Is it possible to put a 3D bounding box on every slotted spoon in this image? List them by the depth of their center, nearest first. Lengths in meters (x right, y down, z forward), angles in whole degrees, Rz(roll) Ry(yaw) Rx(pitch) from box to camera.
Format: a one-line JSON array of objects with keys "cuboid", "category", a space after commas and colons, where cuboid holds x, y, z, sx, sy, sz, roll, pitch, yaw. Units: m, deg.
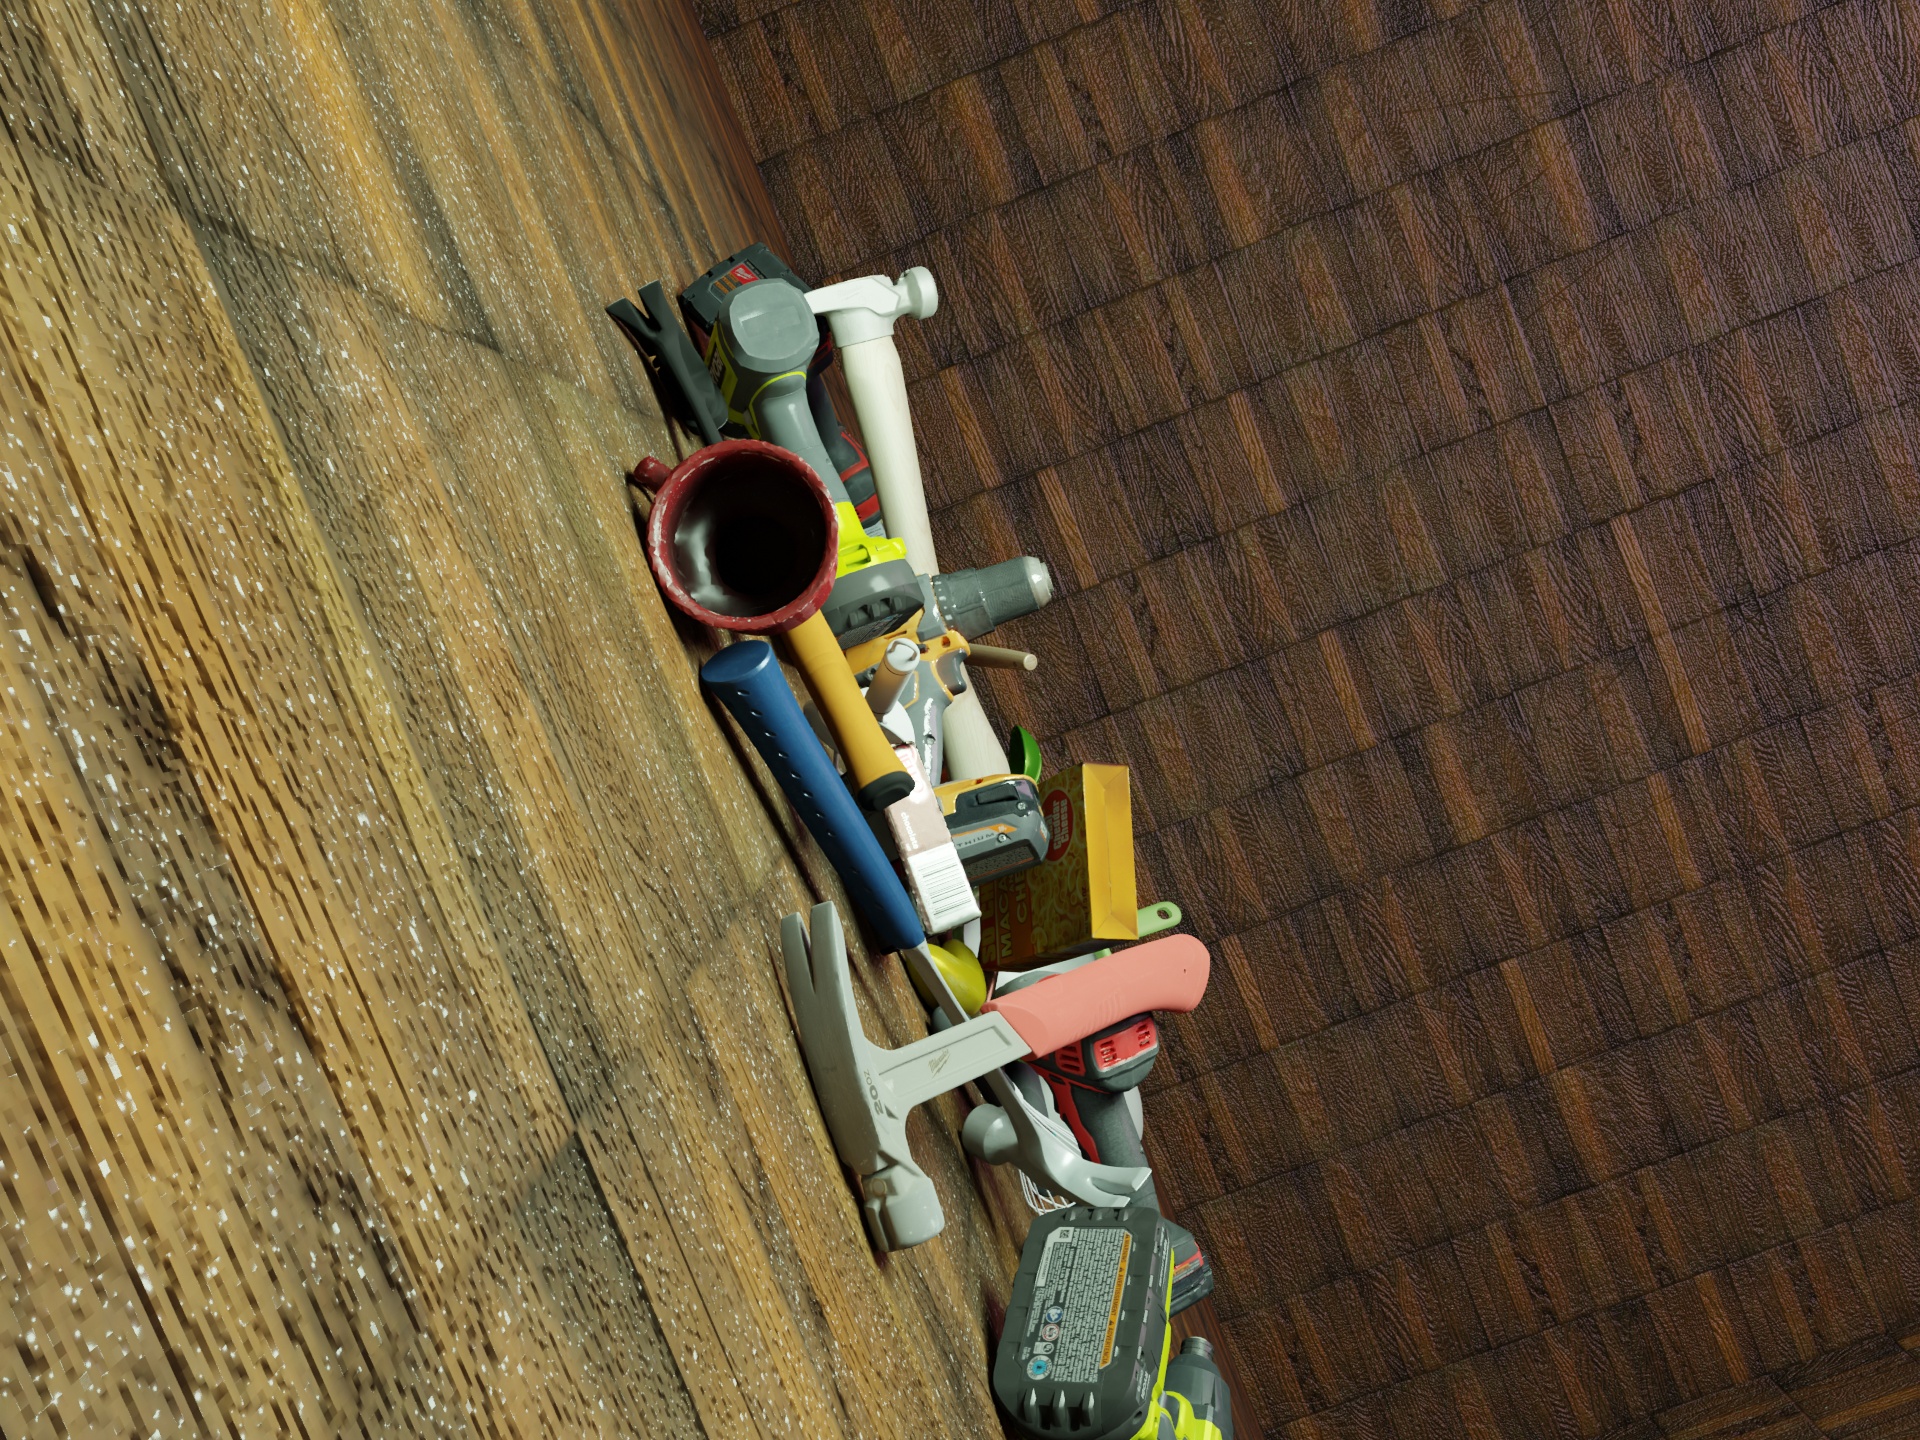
[{"cuboid": [0.034, 0.129, 1.267, 0.070, 0.031, 0.314, 101, 1, -49], "category": "slotted spoon"}]

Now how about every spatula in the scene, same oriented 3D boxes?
[{"cuboid": [-0.022, -0.058, 1.360, 0.316, 0.018, 0.059, 10, -53, 60], "category": "spatula"}]

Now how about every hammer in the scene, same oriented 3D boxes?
[{"cuboid": [0.041, 0.145, 0.825, 0.359, 0.037, 0.149, -5, 76, -59], "category": "hammer"}, {"cuboid": [-0.020, 0.126, 0.864, 0.144, 0.035, 0.405, 11, -42, 49], "category": "hammer"}, {"cuboid": [-0.110, -0.097, 0.900, 0.337, 0.034, 0.127, 62, 0, 24], "category": "hammer"}, {"cuboid": [-0.044, -0.122, 1.199, 0.038, 0.146, 0.410, 13, -61, 65], "category": "hammer"}, {"cuboid": [0.035, 0.244, 1.399, 0.409, 0.036, 0.149, -106, 175, -53], "category": "hammer"}]

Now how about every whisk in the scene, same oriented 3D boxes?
[{"cuboid": [0.044, 0.285, 1.124, 0.284, 0.070, 0.070, 58, 9, -39], "category": "whisk"}]

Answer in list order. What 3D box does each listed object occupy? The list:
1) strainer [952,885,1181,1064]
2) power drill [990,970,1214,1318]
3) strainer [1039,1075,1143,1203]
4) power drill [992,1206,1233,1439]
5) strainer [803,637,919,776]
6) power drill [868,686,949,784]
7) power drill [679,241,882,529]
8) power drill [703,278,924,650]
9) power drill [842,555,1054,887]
[{"cuboid": [0.086, 0.200, 1.326, 0.256, 0.069, 0.152, -11, 58, -43], "category": "strainer"}, {"cuboid": [0.080, 0.267, 1.019, 0.143, 0.078, 0.219, 4, -71, 59], "category": "power drill"}, {"cuboid": [0.104, 0.305, 1.568, 0.210, 0.095, 0.341, 64, 7, -53], "category": "strainer"}, {"cuboid": [0.099, 0.378, 0.882, 0.171, 0.080, 0.223, -69, 144, -48], "category": "power drill"}, {"cuboid": [-0.047, -0.011, 0.962, 0.087, 0.050, 0.258, 30, -16, -2], "category": "strainer"}, {"cuboid": [-0.052, -0.023, 1.319, 0.164, 0.084, 0.226, -107, 171, -72], "category": "power drill"}, {"cuboid": [-0.145, -0.275, 1.300, 0.188, 0.080, 0.226, 49, -9, 34], "category": "power drill"}, {"cuboid": [-0.112, -0.160, 1.070, 0.228, 0.080, 0.190, 69, -17, 3], "category": "power drill"}, {"cuboid": [-0.002, -0.004, 1.119, 0.084, 0.185, 0.226, 60, 12, -67], "category": "power drill"}]
